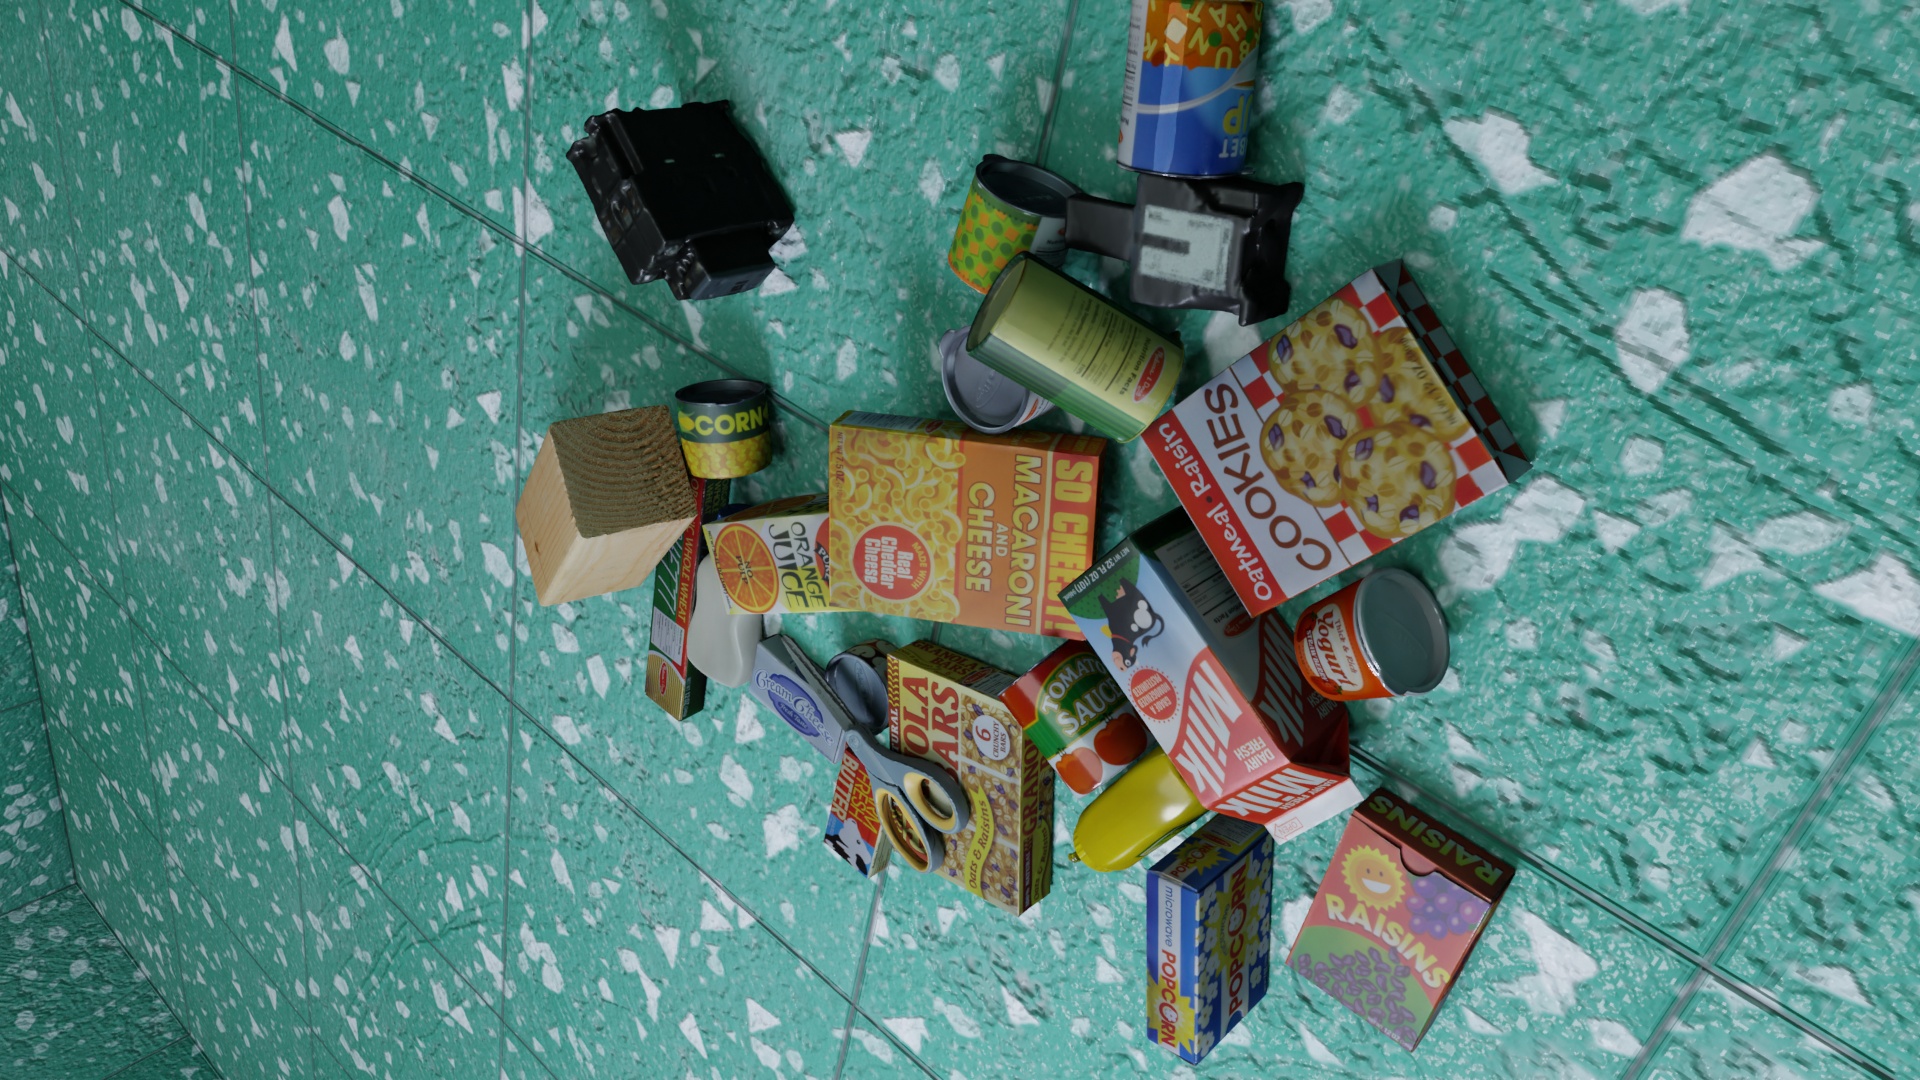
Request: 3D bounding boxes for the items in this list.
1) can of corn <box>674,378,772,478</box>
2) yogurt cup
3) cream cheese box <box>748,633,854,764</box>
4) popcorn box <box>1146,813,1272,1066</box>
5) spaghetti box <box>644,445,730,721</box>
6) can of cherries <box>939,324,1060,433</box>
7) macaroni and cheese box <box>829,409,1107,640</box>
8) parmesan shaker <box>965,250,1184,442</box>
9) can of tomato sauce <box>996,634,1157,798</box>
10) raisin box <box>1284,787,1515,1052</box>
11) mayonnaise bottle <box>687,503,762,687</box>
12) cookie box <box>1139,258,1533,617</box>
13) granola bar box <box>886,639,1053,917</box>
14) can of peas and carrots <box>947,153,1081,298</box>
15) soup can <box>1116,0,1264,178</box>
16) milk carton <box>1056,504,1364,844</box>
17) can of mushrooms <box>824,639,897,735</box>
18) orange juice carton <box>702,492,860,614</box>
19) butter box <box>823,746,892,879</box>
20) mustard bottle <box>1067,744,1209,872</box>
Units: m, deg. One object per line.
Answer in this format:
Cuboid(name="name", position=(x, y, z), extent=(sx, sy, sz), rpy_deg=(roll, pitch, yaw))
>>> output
Cuboid(name="can of corn", position=(-0.172, -0.082, 1.020), extent=(0.071, 0.071, 0.058), rpy_deg=(15, 117, 38))
Cuboid(name="yogurt cup", position=(0.214, 0.053, 0.730), extent=(0.053, 0.073, 0.072), rpy_deg=(-28, 87, 53))
Cuboid(name="cream cheese box", position=(-0.122, 0.124, 1.089), extent=(0.104, 0.024, 0.053), rpy_deg=(36, 127, 27))
Cuboid(name="popcorn box", position=(0.152, 0.239, 0.845), extent=(0.038, 0.085, 0.126), rpy_deg=(15, 117, 39))
Cuboid(name="spaghetti box", position=(-0.227, 0.038, 1.146), extent=(0.050, 0.029, 0.248), rpy_deg=(32, 126, 29))
Cuboid(name="can of cherries", position=(0.031, -0.105, 0.834), extent=(0.071, 0.058, 0.071), rpy_deg=(19, 120, 37))
Cuboid(name="macaroni and cheese box", position=(0.003, -0.011, 0.863), extent=(0.166, 0.040, 0.123), rpy_deg=(7, 112, 12))
Cuboid(name="parmesan shaker", position=(0.063, -0.109, 0.766), extent=(0.103, 0.072, 0.071), rpy_deg=(28, 134, -15))
Cuboid(name="can of tomato sauce", position=(0.074, 0.110, 0.872), extent=(0.083, 0.071, 0.071), rpy_deg=(52, 133, 8))
Cuboid(name="raisin box", position=(0.245, 0.213, 0.783), extent=(0.086, 0.040, 0.122), rpy_deg=(33, 125, 30))
Cuboid(name="mayonnaise bottle", position=(-0.181, 0.042, 1.099), extent=(0.065, 0.041, 0.147), rpy_deg=(29, 123, 26))
Cuboid(name="cookie box", position=(0.189, -0.049, 0.727), extent=(0.166, 0.040, 0.123), rpy_deg=(-36, 82, 43))
Cuboid(name="granola bar box", position=(0.006, 0.165, 0.979), extent=(0.124, 0.039, 0.164), rpy_deg=(18, 118, 37))
Cuboid(name="can of peas and carrots", position=(0.030, -0.179, 0.799), extent=(0.071, 0.071, 0.058), rpy_deg=(40, 130, 24))
Cuboid(name="soup can", position=(0.118, -0.230, 0.701), extent=(0.071, 0.071, 0.083), rpy_deg=(21, 120, 35))
Cuboid(name="milk carton", position=(0.148, 0.080, 0.792), extent=(0.191, 0.074, 0.072), rpy_deg=(55, 134, 10))
Cuboid(name="can of mushrooms", position=(-0.068, 0.108, 1.027), extent=(0.071, 0.033, 0.070), rpy_deg=(18, 119, 36))
Cuboid(name="orange juice carton", position=(-0.088, 0.007, 0.976), extent=(0.192, 0.073, 0.071), rpy_deg=(-4, 104, 43))
Cuboid(name="butter box", position=(-0.073, 0.208, 1.079), extent=(0.053, 0.024, 0.103), rpy_deg=(33, 127, 27))
Cuboid(name="mustard bottle", position=(0.111, 0.172, 0.874), extent=(0.049, 0.065, 0.159), rpy_deg=(56, 140, 17))
